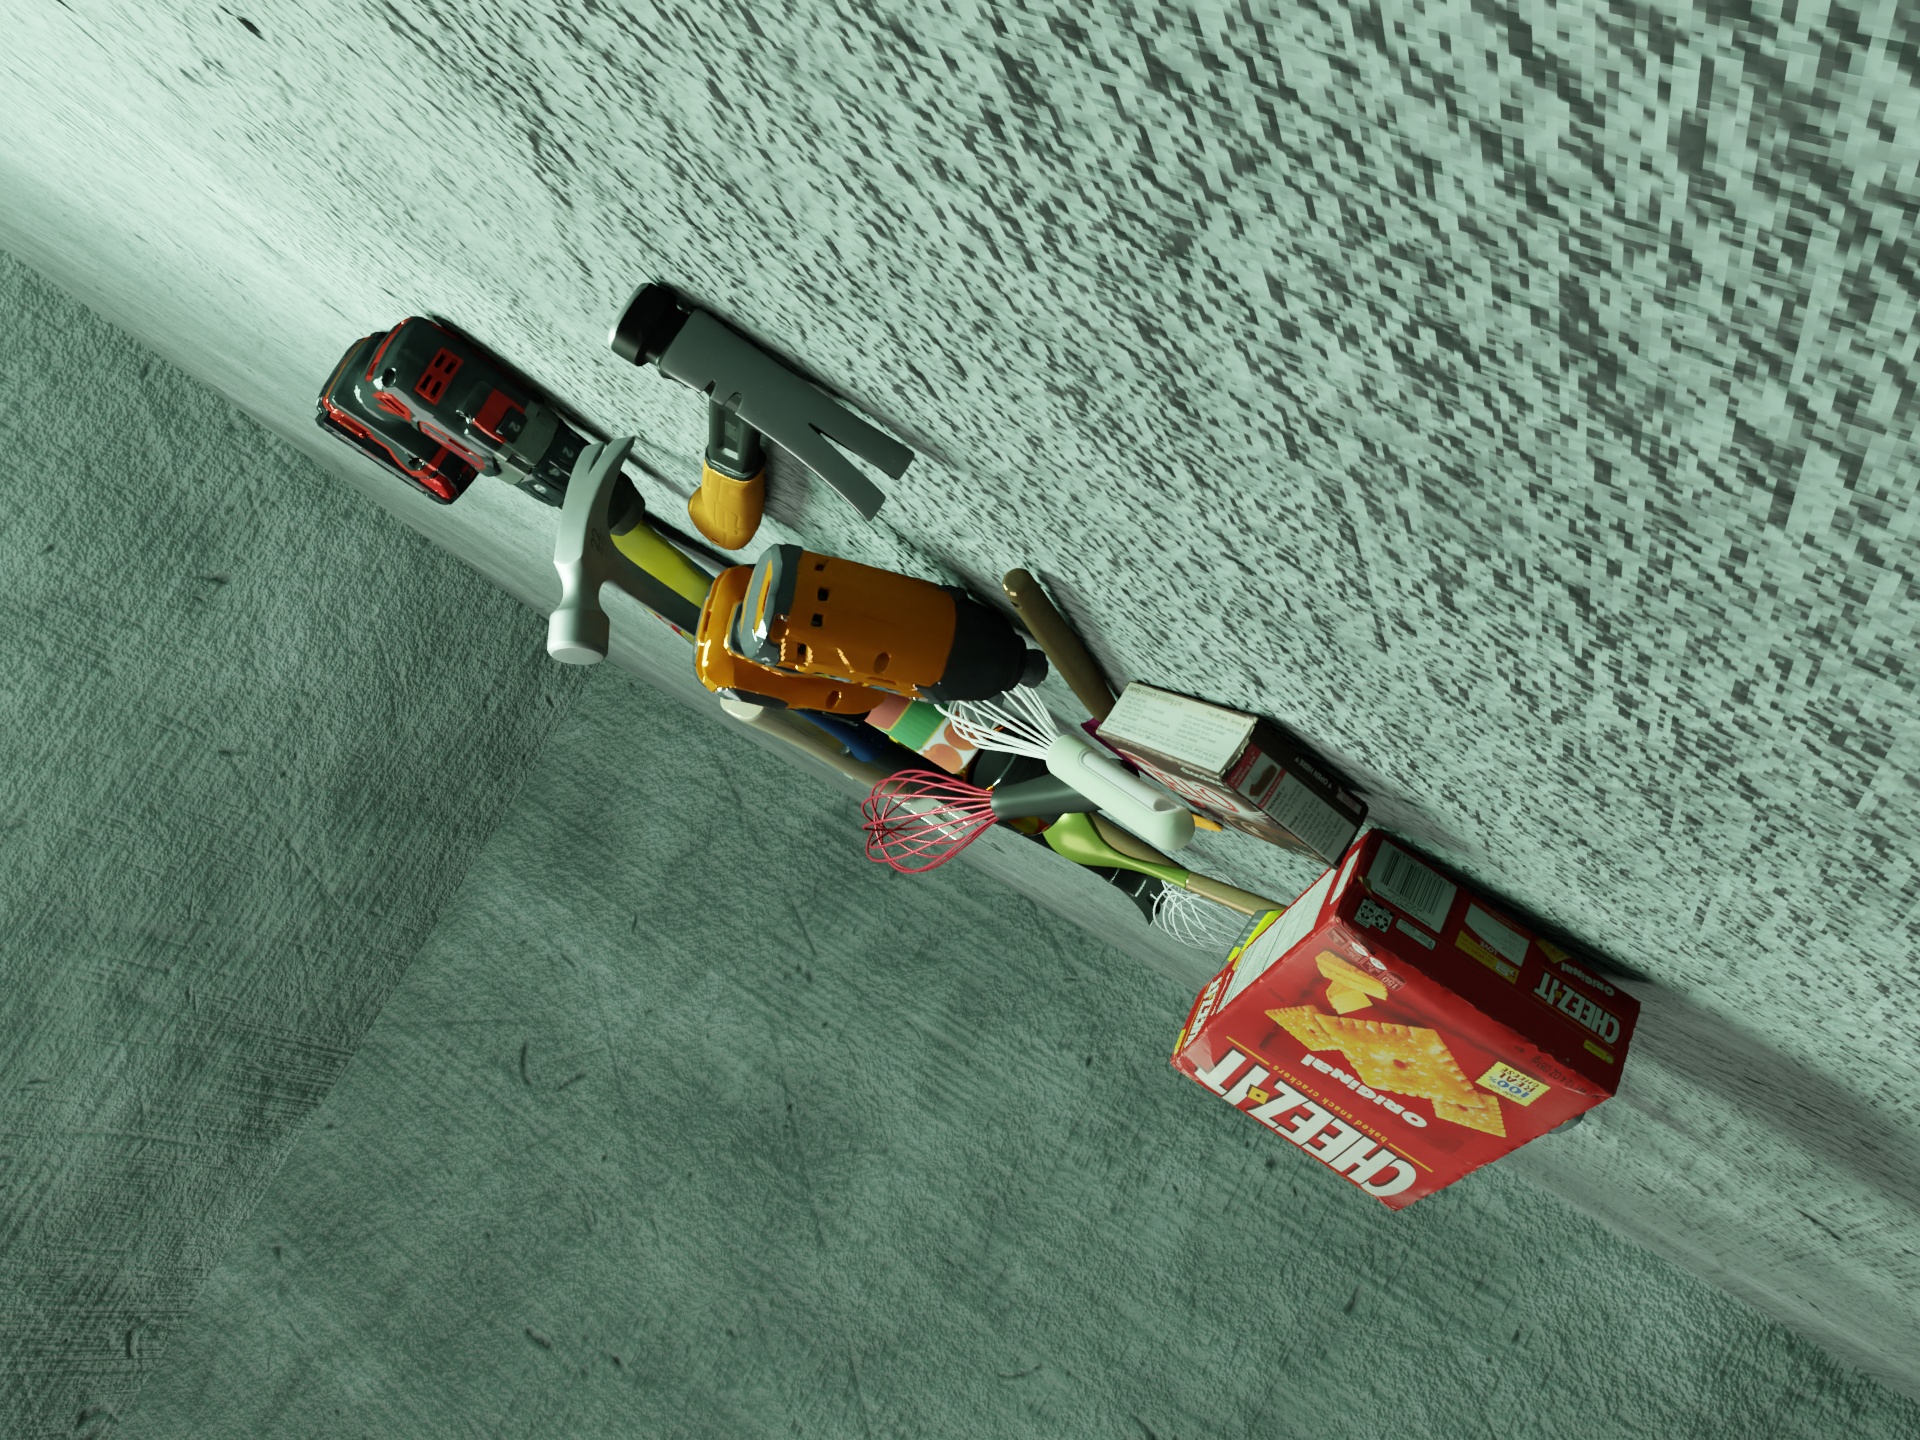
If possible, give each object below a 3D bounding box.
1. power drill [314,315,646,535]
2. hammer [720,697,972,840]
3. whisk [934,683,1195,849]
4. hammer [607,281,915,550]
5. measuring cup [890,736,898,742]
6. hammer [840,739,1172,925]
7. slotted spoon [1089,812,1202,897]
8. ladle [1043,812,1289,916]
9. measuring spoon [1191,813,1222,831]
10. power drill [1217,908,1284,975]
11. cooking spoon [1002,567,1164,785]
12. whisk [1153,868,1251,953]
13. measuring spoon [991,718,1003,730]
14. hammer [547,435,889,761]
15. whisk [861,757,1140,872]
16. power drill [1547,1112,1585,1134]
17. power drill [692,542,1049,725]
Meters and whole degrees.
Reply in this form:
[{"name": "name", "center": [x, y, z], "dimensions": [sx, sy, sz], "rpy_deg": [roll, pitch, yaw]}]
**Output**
[{"name": "power drill", "center": [-0.321, -0.189, 1.060], "dimensions": [0.187, 0.080, 0.227], "rpy_deg": [35, 169, -33]}, {"name": "hammer", "center": [-0.103, 0.034, 1.433], "dimensions": [0.146, 0.038, 0.410], "rpy_deg": [30, 177, 20]}, {"name": "whisk", "center": [0.055, 0.016, 0.899], "dimensions": [0.057, 0.059, 0.247], "rpy_deg": [-11, -155, -26]}, {"name": "hammer", "center": [-0.105, -0.121, 0.785], "dimensions": [0.127, 0.034, 0.337], "rpy_deg": [33, 173, -7]}, {"name": "measuring cup", "center": [-0.110, -0.020, 1.390], "dimensions": [0.157, 0.029, 0.062], "rpy_deg": [42, 177, 31]}, {"name": "hammer", "center": [0.040, 0.083, 1.360], "dimensions": [0.334, 0.035, 0.146], "rpy_deg": [28, -174, -27]}, {"name": "slotted spoon", "center": [0.086, 0.074, 1.373], "dimensions": [0.313, 0.031, 0.070], "rpy_deg": [30, -179, -13]}, {"name": "ladle", "center": [0.201, 0.119, 1.196], "dimensions": [0.320, 0.062, 0.078], "rpy_deg": [20, 167, 23]}, {"name": "measuring spoon", "center": [0.139, 0.057, 1.117], "dimensions": [0.117, 0.011, 0.021], "rpy_deg": [18, 167, 46]}, {"name": "power drill", "center": [0.262, 0.168, 0.999], "dimensions": [0.171, 0.080, 0.223], "rpy_deg": [40, 160, -6]}, {"name": "cooking spoon", "center": [0.072, -0.014, 0.851], "dimensions": [0.069, 0.017, 0.318], "rpy_deg": [32, 174, 25]}, {"name": "whisk", "center": [0.267, 0.191, 1.340], "dimensions": [0.284, 0.070, 0.070], "rpy_deg": [29, 175, -32]}, {"name": "measuring spoon", "center": [-0.002, -0.004, 1.226], "dimensions": [0.034, 0.018, 0.124], "rpy_deg": [35, 173, -32]}, {"name": "hammer", "center": [-0.147, -0.051, 1.084], "dimensions": [0.035, 0.144, 0.405], "rpy_deg": [-7, 161, 21]}, {"name": "whisk", "center": [0.018, 0.057, 1.057], "dimensions": [0.073, 0.073, 0.296], "rpy_deg": [34, 153, -25]}, {"name": "power drill", "center": [0.340, 0.246, 1.226], "dimensions": [0.185, 0.084, 0.226], "rpy_deg": [30, 164, -19]}, {"name": "power drill", "center": [-0.058, -0.043, 0.900], "dimensions": [0.164, 0.084, 0.226], "rpy_deg": [13, 175, -20]}]
